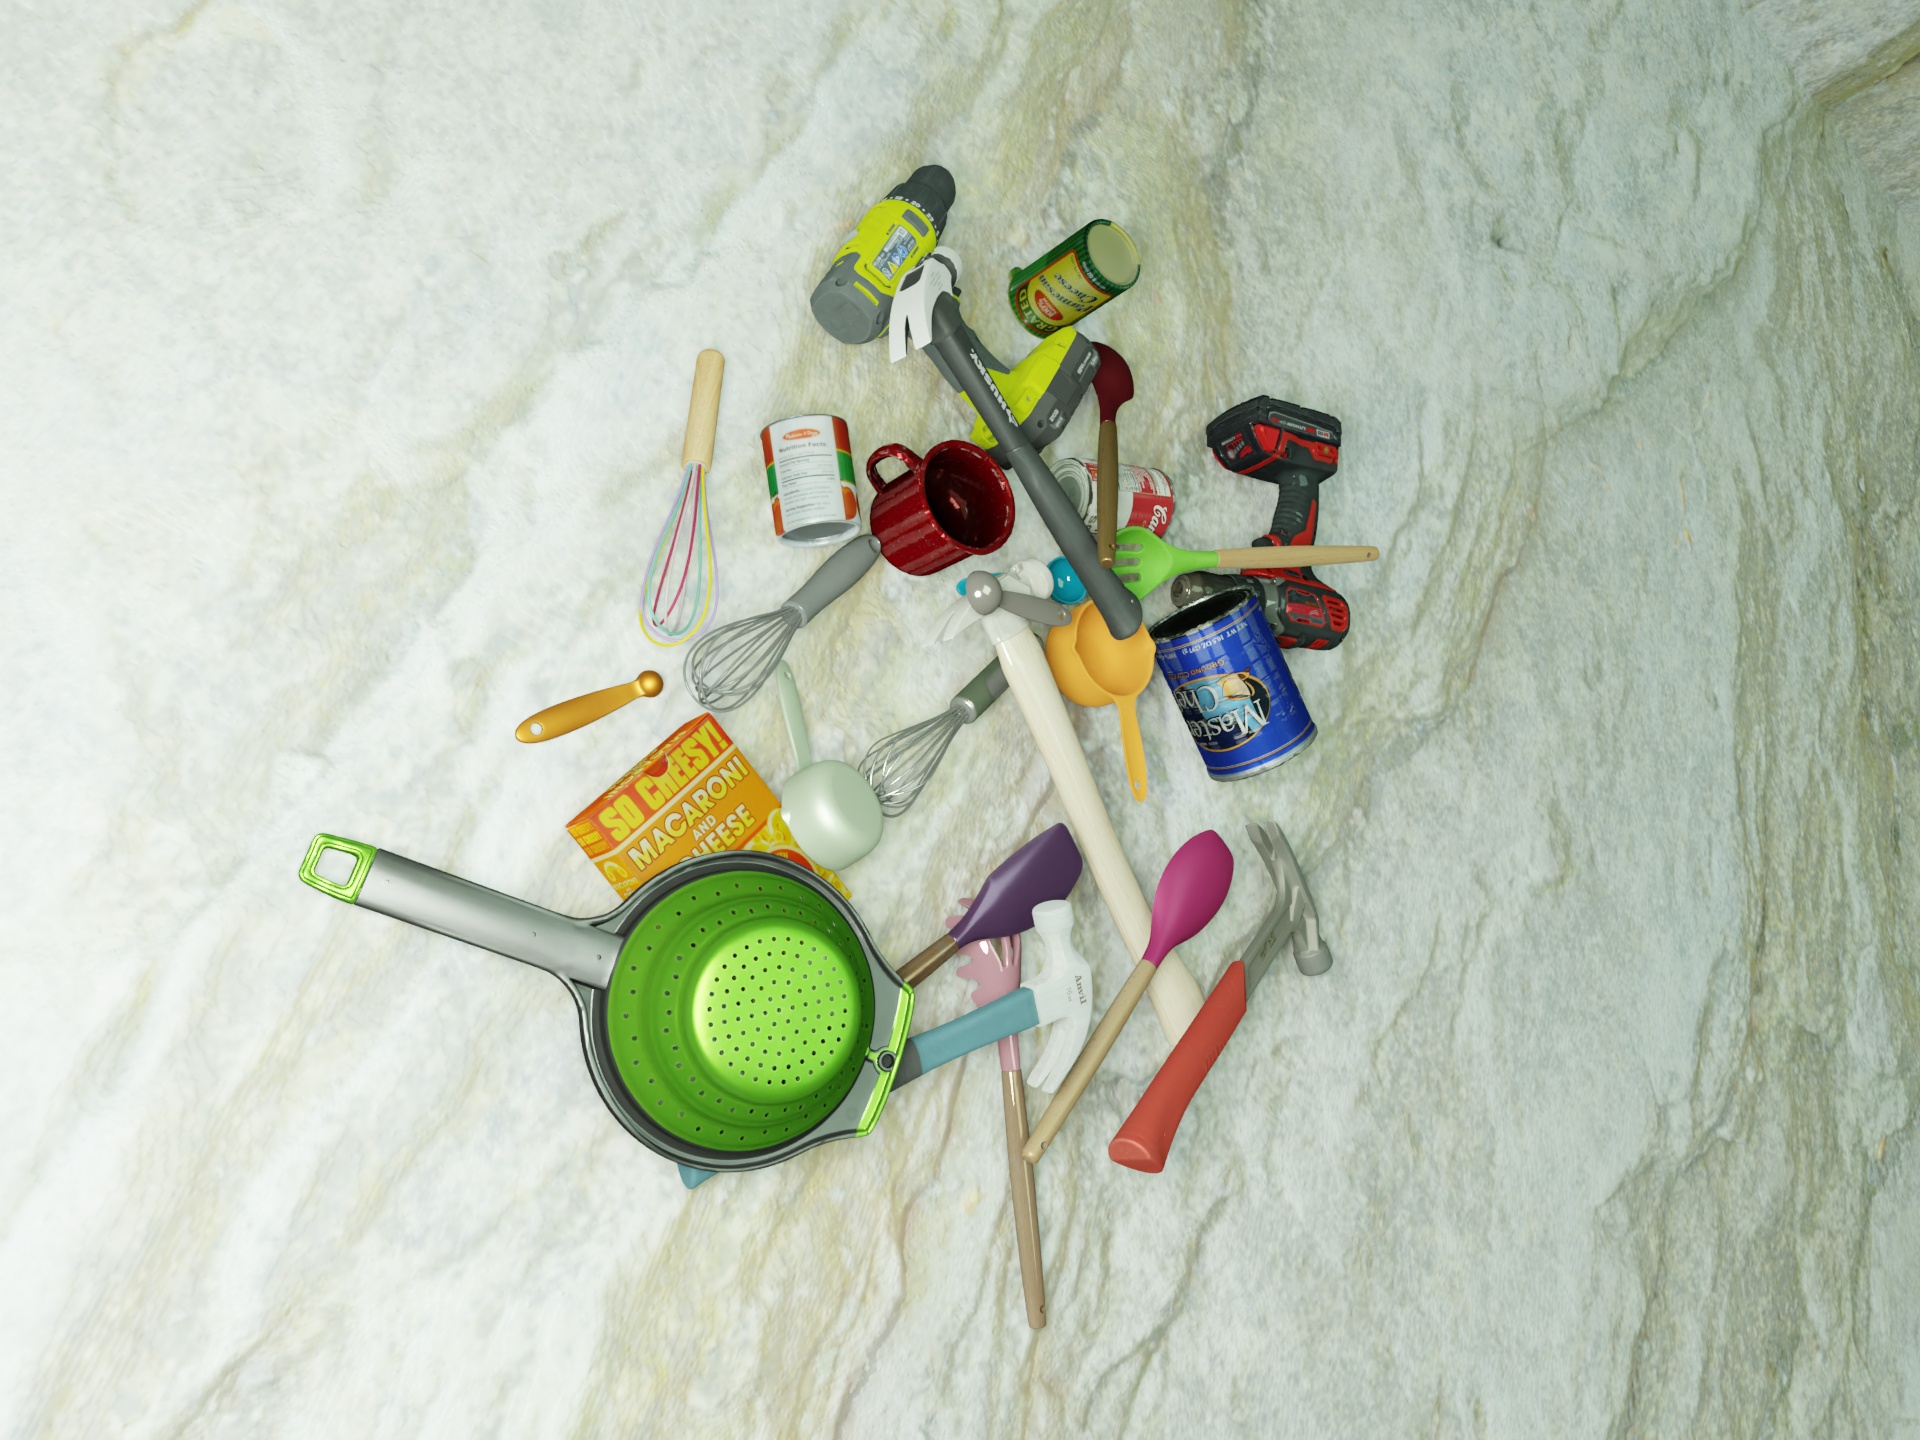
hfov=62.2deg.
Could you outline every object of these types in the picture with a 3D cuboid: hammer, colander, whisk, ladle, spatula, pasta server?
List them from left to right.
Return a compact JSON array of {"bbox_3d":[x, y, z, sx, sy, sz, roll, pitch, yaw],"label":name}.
[{"bbox_3d":[-0.198,0.149,0.963,0.396,0.094,0.205,24,72,-19],"label":"colander"},{"bbox_3d":[-0.196,-0.163,1.138,0.051,0.047,0.245,25,58,-39],"label":"whisk"},{"bbox_3d":[-0.123,-0.079,1.156,0.055,0.055,0.239,54,42,-12],"label":"whisk"},{"bbox_3d":[-0.044,0.237,1.100,0.331,0.033,0.128,-18,100,-30],"label":"hammer"},{"bbox_3d":[-0.024,0.176,1.146,0.316,0.018,0.059,-34,108,-29],"label":"spatula"},{"bbox_3d":[-0.002,-0.004,1.234,0.246,0.059,0.057,-44,116,-42],"label":"whisk"},{"bbox_3d":[0.036,0.289,1.189,0.060,0.040,0.316,0,81,-38],"label":"pasta server"},{"bbox_3d":[0.050,-0.199,1.235,0.334,0.035,0.146,55,29,-23],"label":"hammer"},{"bbox_3d":[0.098,0.082,1.260,0.146,0.038,0.410,-37,106,-48],"label":"hammer"},{"bbox_3d":[0.122,-0.232,1.339,0.069,0.031,0.316,28,40,-22],"label":"ladle"},{"bbox_3d":[0.208,0.229,1.286,0.359,0.037,0.149,-41,111,-48],"label":"hammer"}]

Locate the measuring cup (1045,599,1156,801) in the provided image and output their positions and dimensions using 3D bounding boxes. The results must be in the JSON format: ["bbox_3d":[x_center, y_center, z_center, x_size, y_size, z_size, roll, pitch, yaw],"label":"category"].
[{"bbox_3d":[0.120,-0.014,1.328,0.095,0.052,0.174,-4,81,-38],"label":"measuring cup"}]

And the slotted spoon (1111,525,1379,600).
[{"bbox_3d":[0.246,-0.142,1.412,0.313,0.031,0.070,-5,109,-26],"label":"slotted spoon"}]

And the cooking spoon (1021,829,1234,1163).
[{"bbox_3d":[0.134,0.210,1.237,0.068,0.017,0.319,51,58,-23],"label":"cooking spoon"}]

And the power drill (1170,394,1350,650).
[{"bbox_3d":[0.278,-0.182,1.487,0.187,0.080,0.227,9,75,-28],"label":"power drill"}]

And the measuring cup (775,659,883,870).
[{"bbox_3d":[-0.098,0.024,1.133,0.083,0.038,0.168,17,51,-54],"label":"measuring cup"}]

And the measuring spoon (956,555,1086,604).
[{"bbox_3d":[0.048,-0.112,1.329,0.128,0.021,0.042,-7,81,-30],"label":"measuring spoon"}]

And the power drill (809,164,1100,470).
[{"bbox_3d":[0.004,-0.339,1.321,0.228,0.080,0.191,40,57,-18],"label":"power drill"}]

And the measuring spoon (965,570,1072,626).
[{"bbox_3d":[0.051,-0.091,1.217,0.124,0.018,0.034,11,71,-47],"label":"measuring spoon"}]

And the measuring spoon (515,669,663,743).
[{"bbox_3d":[-0.247,-0.010,1.067,0.117,0.011,0.021,-26,93,-40],"label":"measuring spoon"}]
